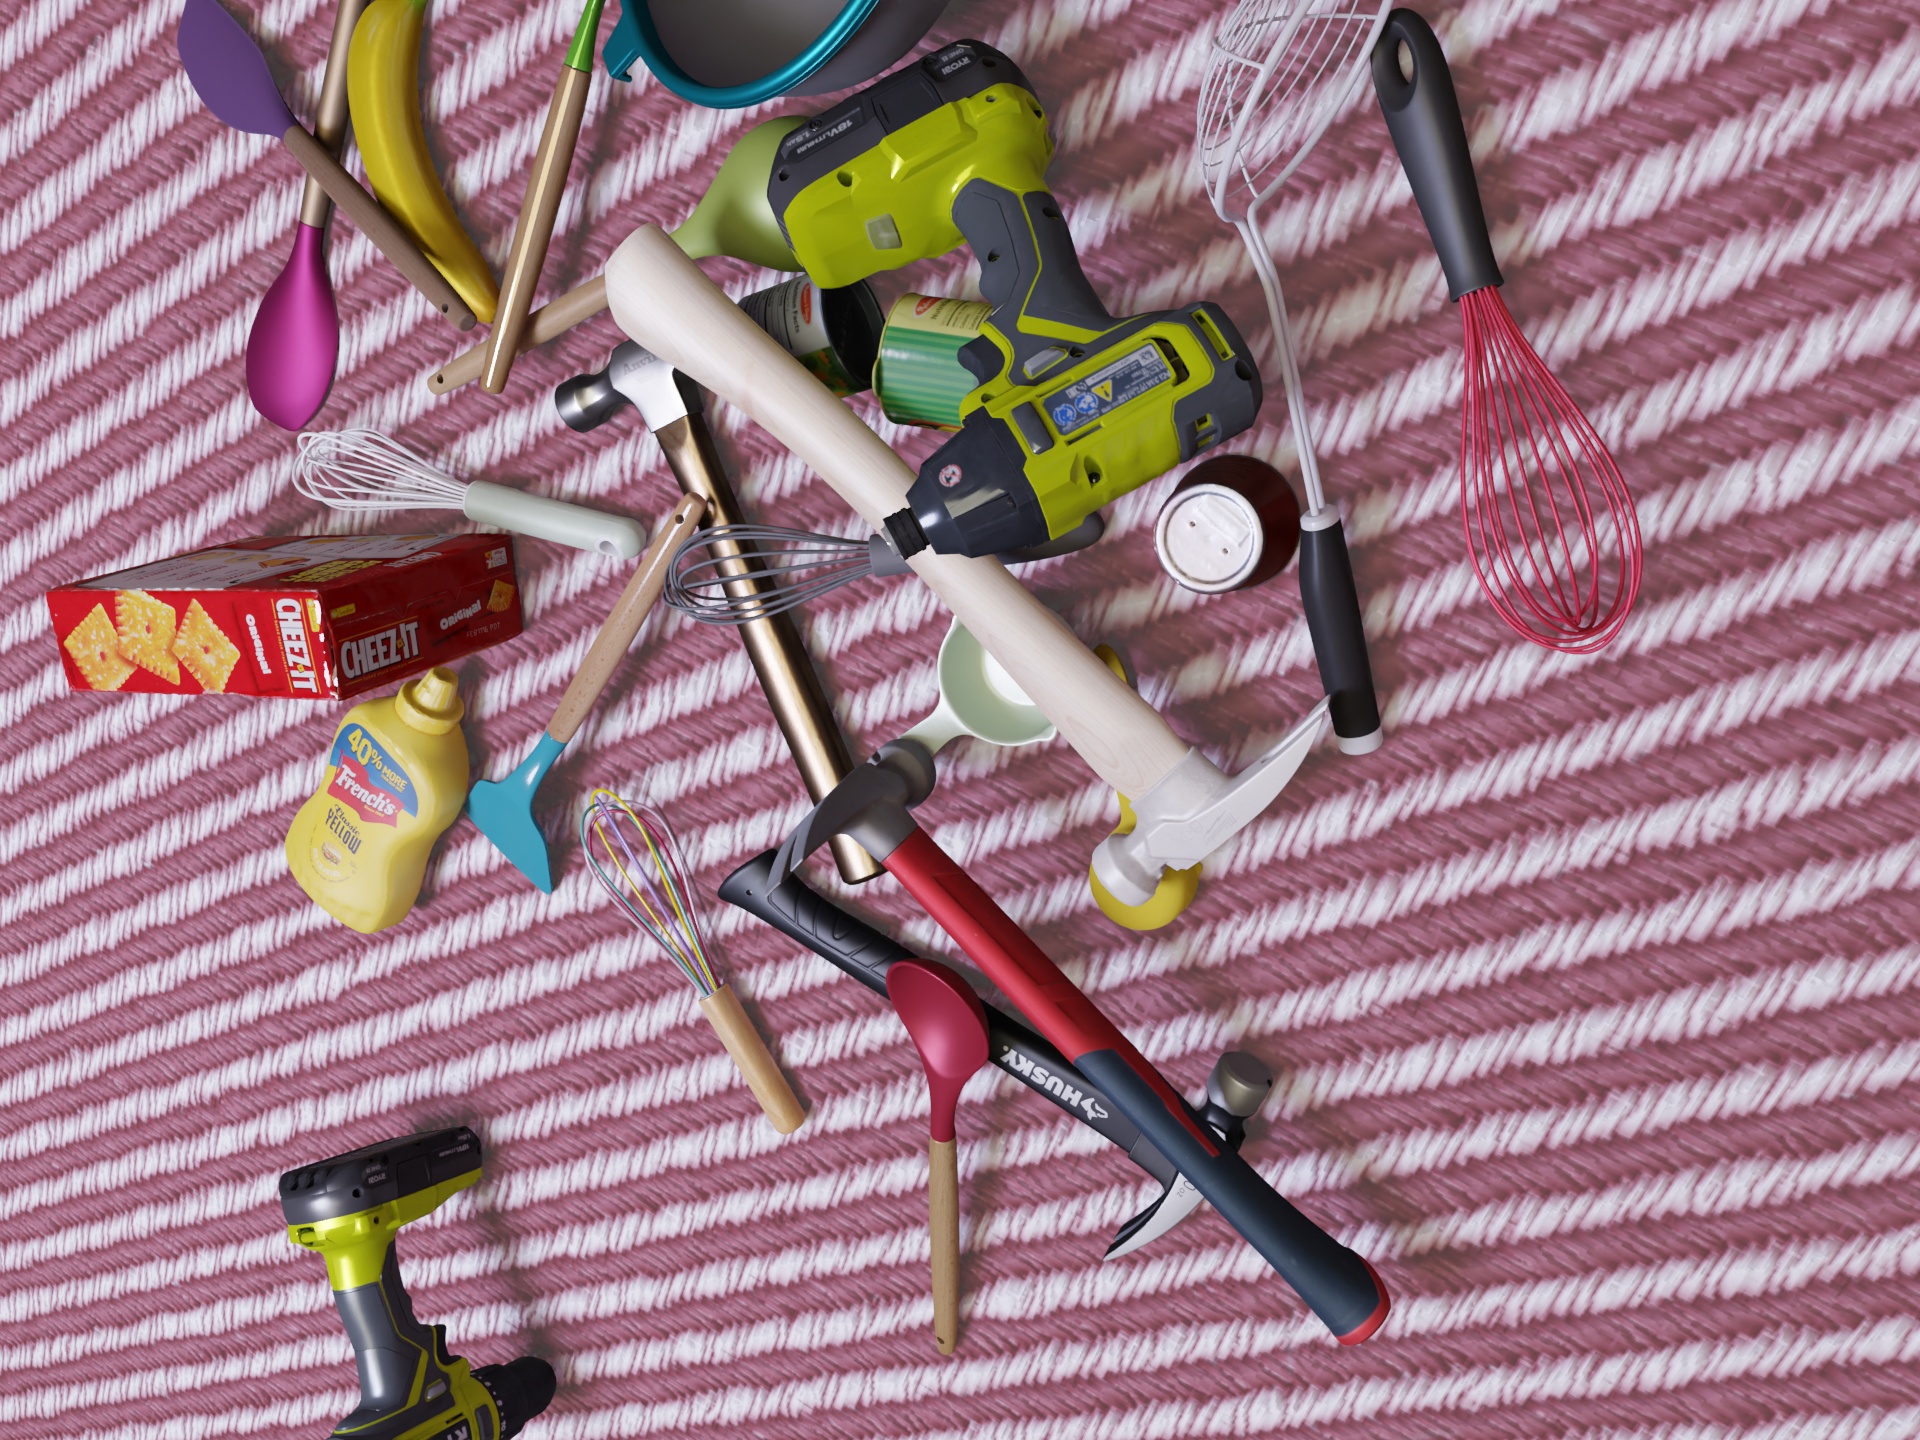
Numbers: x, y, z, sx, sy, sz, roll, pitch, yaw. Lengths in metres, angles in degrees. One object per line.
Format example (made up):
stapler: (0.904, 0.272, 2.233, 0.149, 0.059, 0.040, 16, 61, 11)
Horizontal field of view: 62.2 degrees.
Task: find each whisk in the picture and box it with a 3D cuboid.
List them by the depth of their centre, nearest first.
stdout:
whisk: (0.235, -0.171, 0.702, 0.073, 0.073, 0.296, -17, 91, 27)
whisk: (-0.043, -0.087, 0.835, 0.239, 0.055, 0.055, -7, 103, 8)
whisk: (-0.299, -0.135, 0.959, 0.246, 0.059, 0.057, 15, 147, 16)
whisk: (-0.163, 0.149, 0.979, 0.047, 0.051, 0.245, -28, 95, 22)

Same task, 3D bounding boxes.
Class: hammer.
hammer: (-0.007, -0.093, 0.775, 0.410, 0.038, 0.146, 44, 118, -3)
hammer: (0.067, 0.176, 0.799, 0.386, 0.143, 0.038, 46, 120, 1)
hammer: (-0.112, -0.063, 0.901, 0.130, 0.031, 0.331, -20, 96, 28)
hammer: (0.001, 0.175, 0.917, 0.335, 0.035, 0.146, 30, 114, 14)

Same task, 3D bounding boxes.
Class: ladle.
ladle: (-0.185, -0.242, 0.883, 0.320, 0.062, 0.078, -16, 95, 34)
ladle: (-0.009, 0.259, 0.917, 0.069, 0.031, 0.315, 22, 127, 33)

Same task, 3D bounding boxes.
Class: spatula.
spatula: (-0.374, -0.323, 0.923, 0.316, 0.018, 0.059, 45, 122, 20)
spatula: (-0.223, -0.014, 0.949, 0.082, 0.044, 0.317, 43, 119, 9)

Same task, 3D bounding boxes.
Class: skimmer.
skimmer: (0.175, -0.148, 0.703, 0.090, 0.127, 0.363, 1, 117, 37)

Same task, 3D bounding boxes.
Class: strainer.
strainer: (-0.014, -0.358, 0.700, 0.341, 0.095, 0.211, 24, 103, 37)

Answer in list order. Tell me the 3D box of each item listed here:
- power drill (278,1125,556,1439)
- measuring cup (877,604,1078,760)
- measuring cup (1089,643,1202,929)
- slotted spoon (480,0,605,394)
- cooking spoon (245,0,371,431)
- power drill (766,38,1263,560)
power drill: (-0.364, 0.400, 1.079, 0.080, 0.190, 0.228, -15, 84, 27)
measuring cup: (-0.001, -0.003, 0.865, 0.167, 0.038, 0.083, -39, 88, 29)
measuring cup: (0.086, 0.038, 0.841, 0.062, 0.029, 0.156, -7, 104, 26)
slotted spoon: (-0.210, -0.322, 0.848, 0.031, 0.070, 0.313, 18, 112, -12)
cooking spoon: (-0.385, -0.324, 0.955, 0.069, 0.017, 0.318, 29, 115, 13)
power drill: (0.008, -0.185, 0.719, 0.171, 0.080, 0.223, -28, 67, 0)
